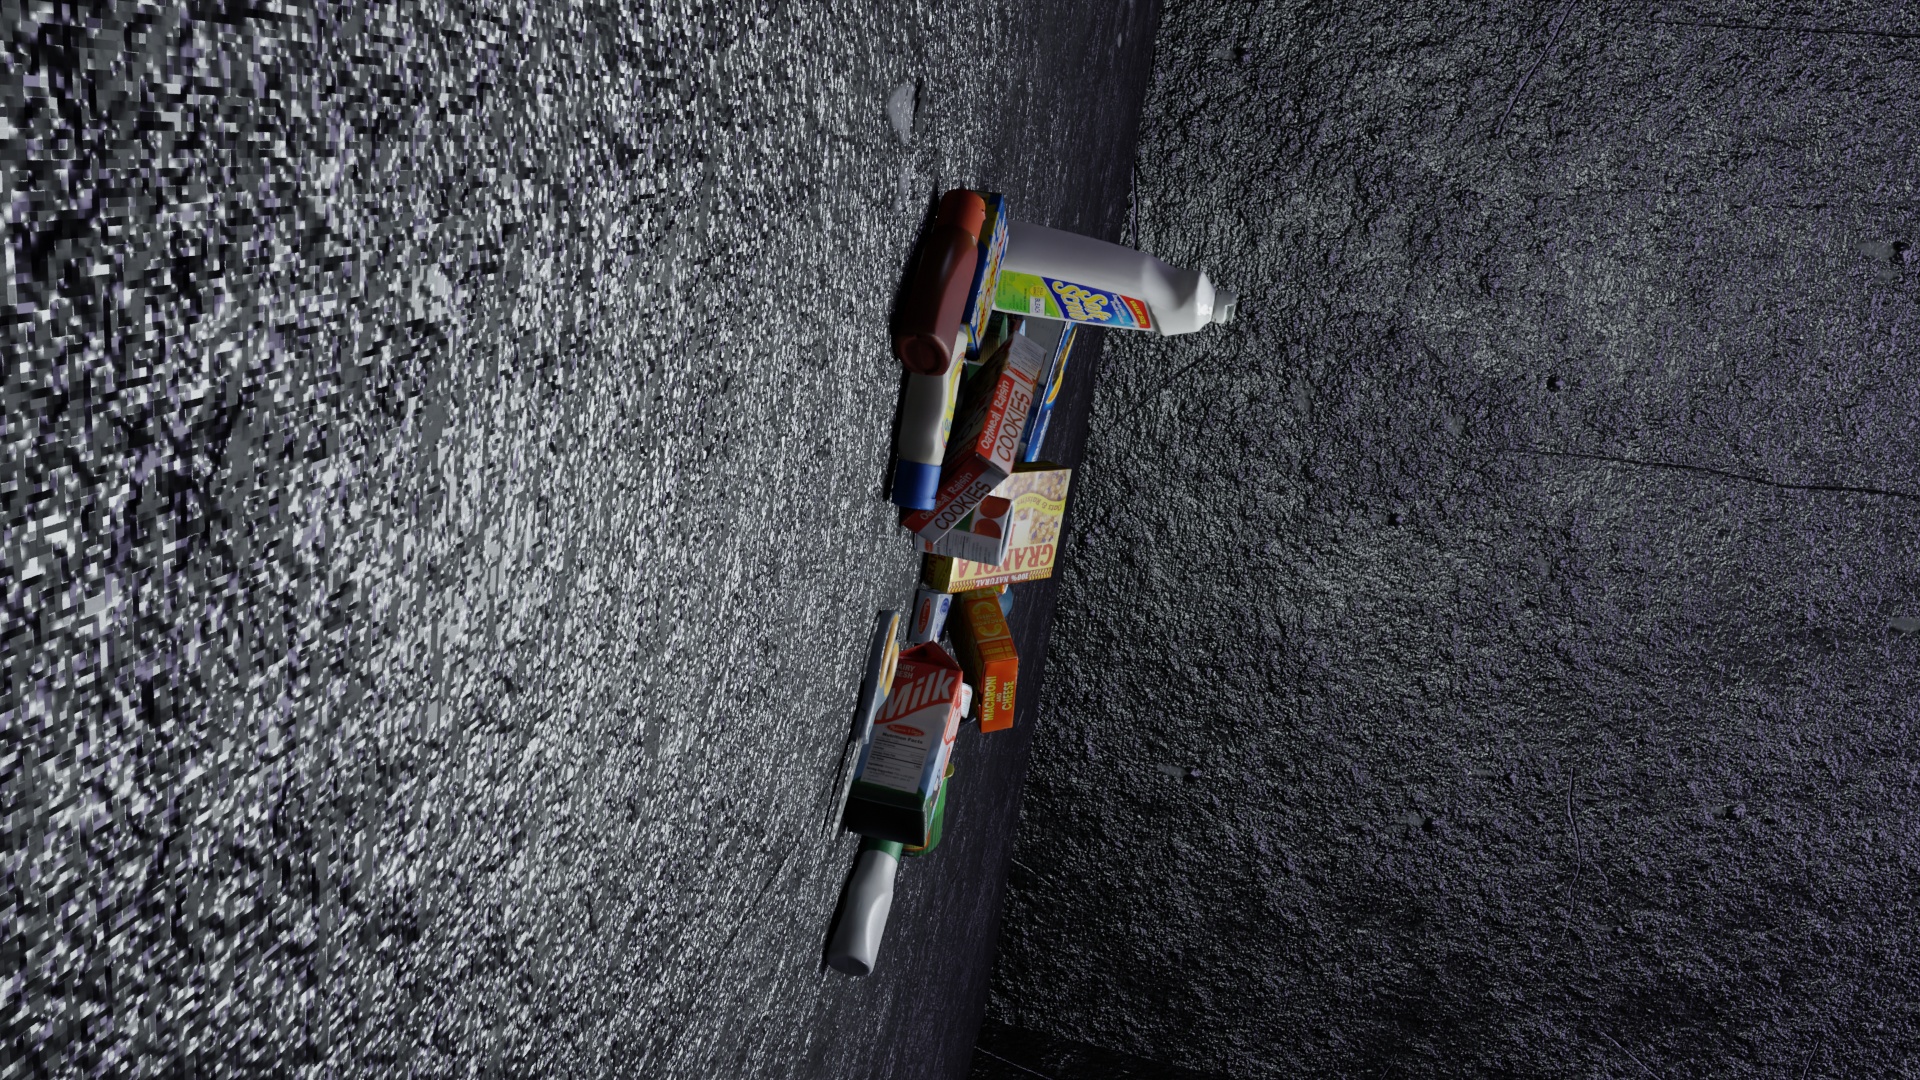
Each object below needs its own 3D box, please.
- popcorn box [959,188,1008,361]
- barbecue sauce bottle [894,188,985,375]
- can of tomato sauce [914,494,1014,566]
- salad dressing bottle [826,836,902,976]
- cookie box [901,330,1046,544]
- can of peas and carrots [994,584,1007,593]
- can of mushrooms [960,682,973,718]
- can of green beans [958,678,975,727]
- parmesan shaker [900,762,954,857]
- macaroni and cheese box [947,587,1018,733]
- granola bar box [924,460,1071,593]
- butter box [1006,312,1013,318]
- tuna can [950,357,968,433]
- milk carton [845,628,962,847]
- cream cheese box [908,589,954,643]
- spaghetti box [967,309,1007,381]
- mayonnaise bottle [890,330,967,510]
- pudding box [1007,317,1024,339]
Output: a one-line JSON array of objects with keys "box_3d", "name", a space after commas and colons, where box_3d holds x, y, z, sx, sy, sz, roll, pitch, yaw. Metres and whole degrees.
[{"box_3d": [0.009, -0.232, 1.219, 0.085, 0.038, 0.127, 68, 34, -74], "name": "popcorn box"}, {"box_3d": [-0.013, -0.205, 1.081, 0.064, 0.044, 0.149, 77, 24, -63], "name": "barbecue sauce bottle"}, {"box_3d": [0.005, -0.017, 1.318, 0.071, 0.083, 0.071, 9, 93, -82], "name": "can of tomato sauce"}, {"box_3d": [-0.086, 0.334, 1.312, 0.064, 0.044, 0.148, 89, 13, -48], "name": "salad dressing bottle"}, {"box_3d": [0.012, -0.092, 1.235, 0.122, 0.040, 0.168, -42, -159, 44], "name": "cookie box"}, {"box_3d": [0.030, 0.024, 1.638, 0.071, 0.059, 0.071, 8, 93, -82], "name": "can of peas and carrots"}, {"box_3d": [-0.023, 0.161, 1.440, 0.071, 0.071, 0.033, 68, 34, -76], "name": "can of mushrooms"}, {"box_3d": [-0.005, 0.178, 1.582, 0.058, 0.071, 0.071, 39, 62, -82], "name": "can of green beans"}, {"box_3d": [-0.045, 0.259, 1.388, 0.072, 0.071, 0.102, -69, 167, -52], "name": "parmesan shaker"}, {"box_3d": [0.019, 0.104, 1.495, 0.123, 0.040, 0.167, 92, -15, -47], "name": "macaroni and cheese box"}, {"box_3d": [0.039, -0.017, 1.434, 0.166, 0.039, 0.123, -6, 111, -47], "name": "granola bar box"}, {"box_3d": [0.041, -0.201, 1.528, 0.103, 0.024, 0.053, 88, 16, -57], "name": "butter box"}, {"box_3d": [-0.016, -0.127, 1.200, 0.071, 0.033, 0.071, 9, 93, -82], "name": "tuna can"}, {"box_3d": [-0.044, 0.175, 1.273, 0.072, 0.073, 0.191, 91, 12, -51], "name": "milk carton"}, {"box_3d": [-0.030, 0.078, 1.421, 0.104, 0.024, 0.053, 15, 87, -82], "name": "cream cheese box"}, {"box_3d": [0.020, -0.144, 1.370, 0.249, 0.050, 0.029, 86, 19, -62], "name": "spaghetti box"}, {"box_3d": [-0.027, -0.100, 1.135, 0.065, 0.041, 0.148, -16, 116, -81], "name": "mayonnaise bottle"}, {"box_3d": [0.034, -0.193, 1.403, 0.084, 0.050, 0.030, -70, 167, -46], "name": "pudding box"}]
